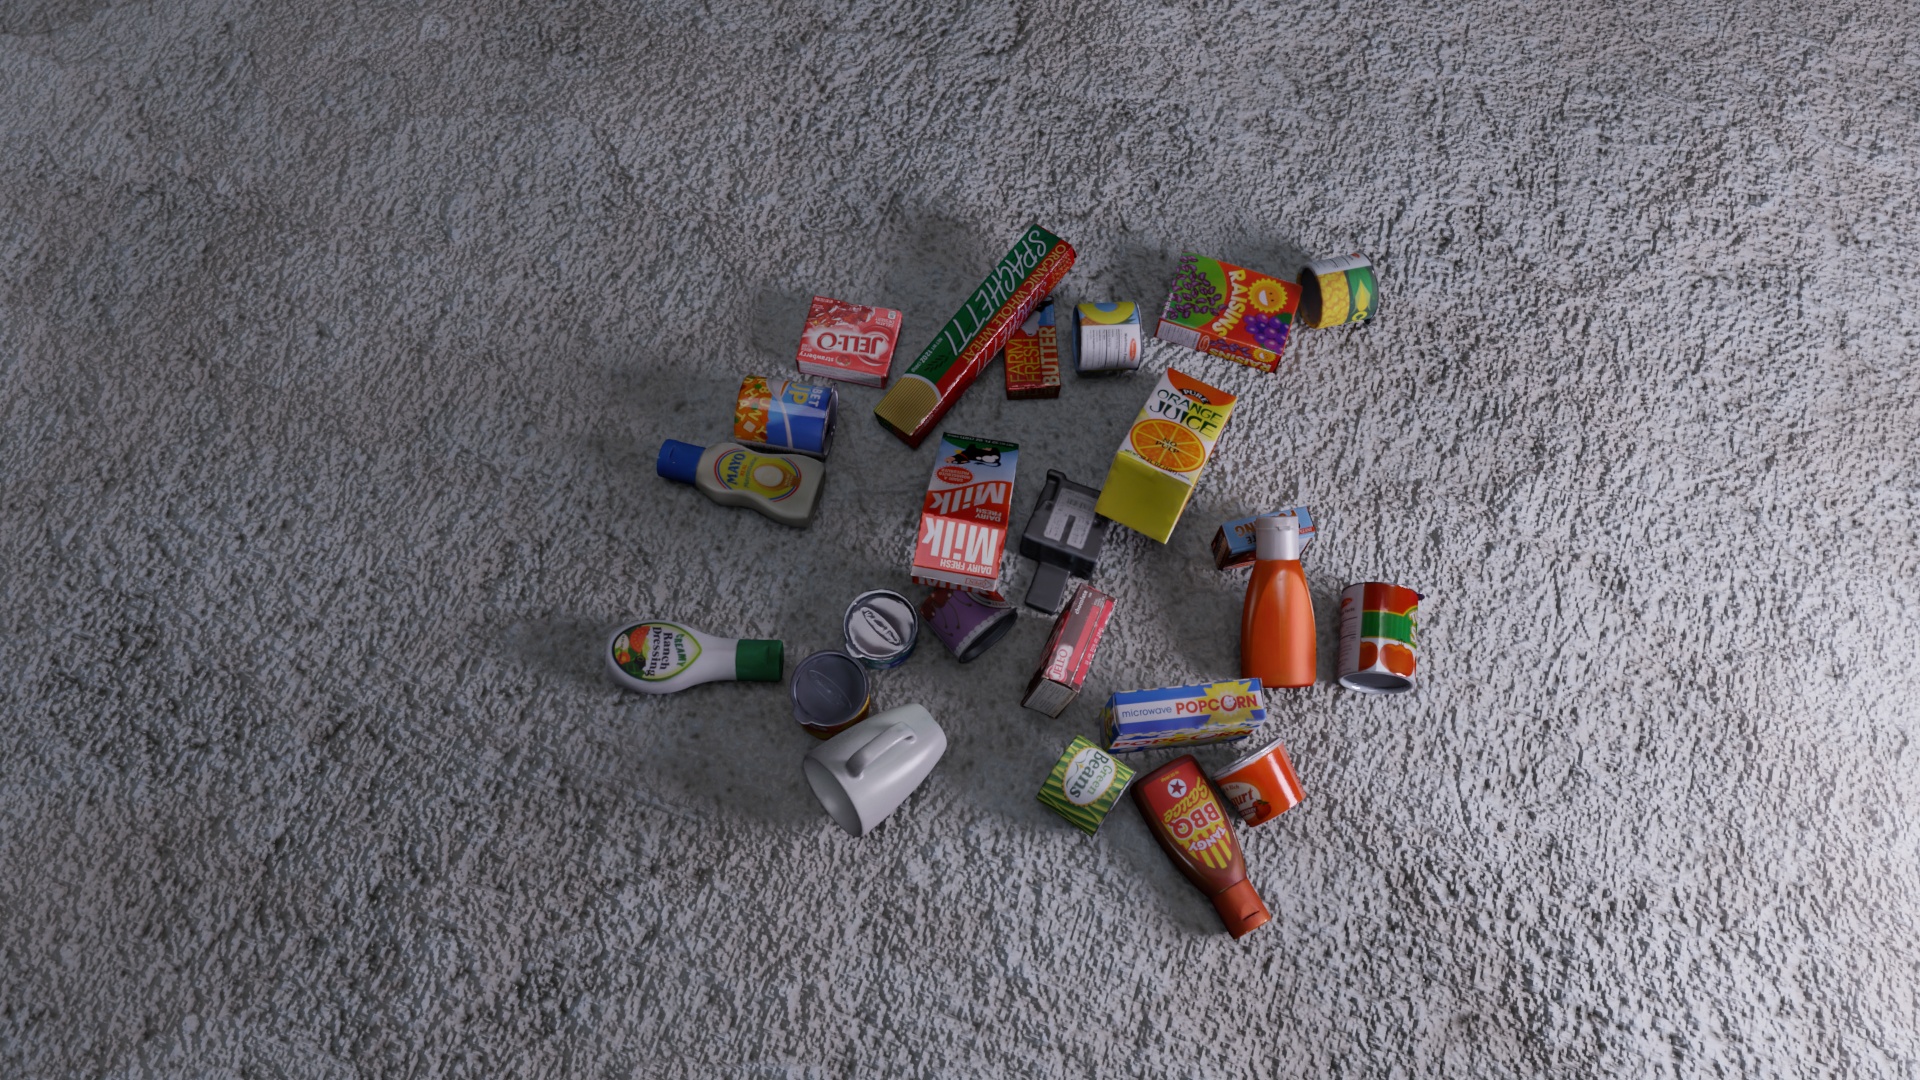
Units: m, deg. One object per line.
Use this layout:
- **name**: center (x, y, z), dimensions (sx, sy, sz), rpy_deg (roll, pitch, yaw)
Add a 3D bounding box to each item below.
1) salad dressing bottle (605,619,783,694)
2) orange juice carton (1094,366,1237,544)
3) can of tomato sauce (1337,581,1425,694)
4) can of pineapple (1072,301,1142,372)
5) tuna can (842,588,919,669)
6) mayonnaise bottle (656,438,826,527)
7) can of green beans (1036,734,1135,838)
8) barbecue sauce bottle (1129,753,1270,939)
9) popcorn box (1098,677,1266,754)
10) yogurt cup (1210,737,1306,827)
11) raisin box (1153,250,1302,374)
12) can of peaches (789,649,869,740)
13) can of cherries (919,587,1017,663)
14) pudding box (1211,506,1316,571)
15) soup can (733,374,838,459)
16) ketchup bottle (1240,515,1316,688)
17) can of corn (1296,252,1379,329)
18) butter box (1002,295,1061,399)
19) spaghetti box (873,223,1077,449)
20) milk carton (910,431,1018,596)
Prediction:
- **salad dressing bottle**: center (-0.228, 0.101, 1.198), dimensions (0.148, 0.043, 0.064), rpy_deg (2, 67, -2)
- **orange juice carton**: center (0.193, -0.090, 1.259), dimensions (0.072, 0.072, 0.194), rpy_deg (26, 44, 9)
- **can of tomato sauce**: center (0.368, 0.086, 1.216), dimensions (0.071, 0.071, 0.083), rpy_deg (9, 69, 1)
- **can of pineapple**: center (0.139, -0.194, 1.324), dimensions (0.058, 0.070, 0.071), rpy_deg (-3, 68, -3)
- **tuna can**: center (-0.071, 0.080, 1.219), dimensions (0.071, 0.032, 0.071), rpy_deg (1, 68, -2)
- **mayonnaise bottle**: center (-0.201, -0.058, 1.266), dimensions (0.148, 0.041, 0.065), rpy_deg (14, 70, 3)
- **can of green beans**: center (0.104, 0.204, 1.157), dimensions (0.058, 0.071, 0.071), rpy_deg (33, 70, 11)
- **barbecue sauce bottle**: center (0.203, 0.255, 1.152), dimensions (0.065, 0.043, 0.149), rpy_deg (-25, 71, -13)
- **popcorn box**: center (0.185, 0.149, 1.173), dimensions (0.127, 0.085, 0.038), rpy_deg (-5, 69, -5)
- **yogurt cup**: center (0.253, 0.204, 1.166), dimensions (0.072, 0.072, 0.054), rpy_deg (-28, 80, -13)
- **raisin box**: center (0.261, -0.223, 1.354), dimensions (0.123, 0.040, 0.086), rpy_deg (18, 67, 6)
- **can of peaches**: center (-0.112, 0.134, 1.182), dimensions (0.071, 0.058, 0.071), rpy_deg (1, 69, -2)
- **can of cherries**: center (0.008, 0.062, 1.210), dimensions (0.072, 0.071, 0.058), rpy_deg (-36, 73, -15)
- **pudding box**: center (0.274, -0.001, 1.258), dimensions (0.084, 0.049, 0.030), rpy_deg (-12, 68, -7)
- **soup can**: center (-0.159, -0.117, 1.277), dimensions (0.084, 0.071, 0.071), rpy_deg (10, 68, 2)
- **ketchup bottle**: center (0.277, 0.053, 1.210), dimensions (0.065, 0.043, 0.148), rpy_deg (-1, 91, -7)
- **can of corn**: center (0.367, -0.240, 1.353), dimensions (0.058, 0.071, 0.071), rpy_deg (-11, 69, -6)
- **butter box**: center (0.067, -0.187, 1.339), dimensions (0.053, 0.024, 0.104), rpy_deg (-2, 68, -2)
- **spaghetti box**: center (0.016, -0.197, 1.318), dimensions (0.050, 0.028, 0.250), rpy_deg (35, 79, 21)
- **milk carton**: center (0.004, -0.015, 1.188), dimensions (0.072, 0.073, 0.191), rpy_deg (10, 31, 2)
